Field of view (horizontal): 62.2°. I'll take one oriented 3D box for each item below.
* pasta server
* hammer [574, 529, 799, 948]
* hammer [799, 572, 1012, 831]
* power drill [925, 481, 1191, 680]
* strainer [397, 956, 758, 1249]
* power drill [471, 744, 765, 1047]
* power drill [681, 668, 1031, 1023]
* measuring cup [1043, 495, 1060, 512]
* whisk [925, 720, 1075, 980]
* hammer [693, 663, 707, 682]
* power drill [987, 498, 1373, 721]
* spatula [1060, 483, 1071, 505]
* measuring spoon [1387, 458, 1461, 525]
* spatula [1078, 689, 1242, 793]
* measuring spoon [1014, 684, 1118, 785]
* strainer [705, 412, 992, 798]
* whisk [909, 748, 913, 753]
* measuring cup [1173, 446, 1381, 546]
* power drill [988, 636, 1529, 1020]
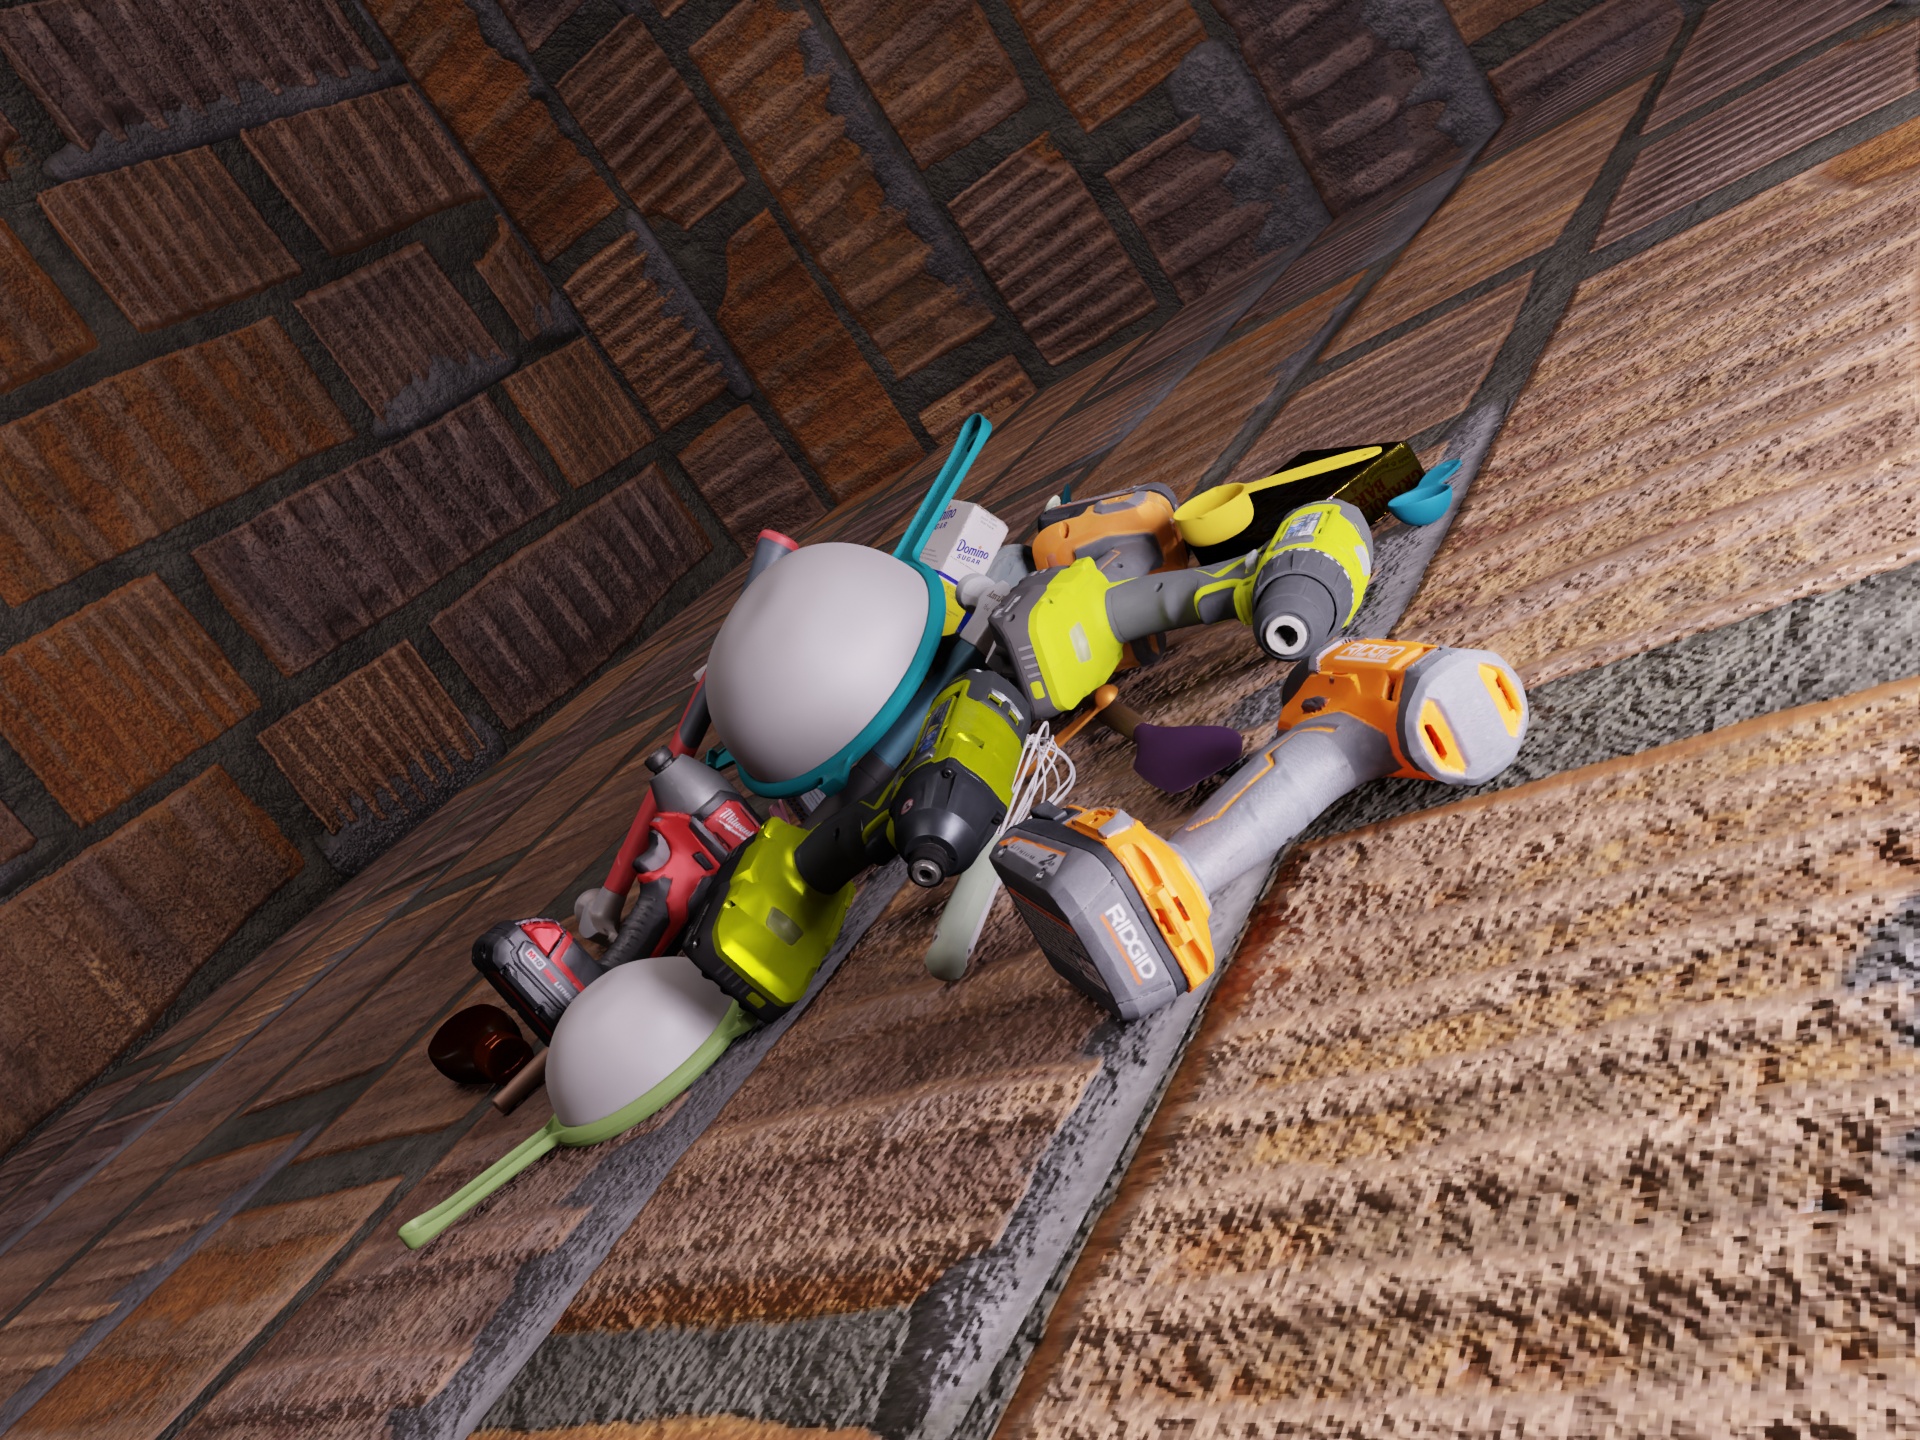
[{"bbox_3d":[-0.234,0.174,1.202,0.316,0.040,0.060,-44,4,-31],"label":"pasta server"},{"bbox_3d":[-0.231,0.013,1.374,0.386,0.038,0.143,-66,19,-6],"label":"hammer"},{"bbox_3d":[-0.064,0.038,1.106,0.331,0.033,0.128,-50,27,-2],"label":"hammer"},{"bbox_3d":[0.079,-0.095,1.233,0.185,0.084,0.226,-11,26,24],"label":"power drill"},{"bbox_3d":[-0.253,0.225,0.999,0.256,0.069,0.151,-36,14,-15],"label":"strainer"},{"bbox_3d":[-0.233,0.127,1.142,0.220,0.143,0.078,-44,12,-27],"label":"power drill"},{"bbox_3d":[-0.059,0.080,0.939,0.223,0.080,0.171,-38,17,30],"label":"power drill"},{"bbox_3d":[0.094,-0.159,1.438,0.083,0.038,0.167,-46,-13,-8],"label":"measuring cup"},{"bbox_3d":[0.023,0.073,0.948,0.246,0.059,0.057,-62,-6,-56],"label":"whisk"},{"bbox_3d":[-0.168,-0.054,1.446,0.146,0.038,0.411,-38,13,-5],"label":"hammer"},{"bbox_3d":[0.140,-0.067,0.997,0.228,0.080,0.190,-12,17,25],"label":"power drill"},{"bbox_3d":[0.033,-0.118,1.508,0.044,0.082,0.317,20,45,34],"label":"spatula"},{"bbox_3d":[0.326,-0.156,1.088,0.042,0.021,0.128,-11,15,32],"label":"measuring spoon"},{"bbox_3d":[0.113,0.003,1.022,0.060,0.018,0.316,-29,13,-5],"label":"spatula"},{"bbox_3d":[0.061,0.013,1.076,0.117,0.011,0.021,-42,15,20],"label":"measuring spoon"},{"bbox_3d":[-0.087,-0.108,1.167,0.211,0.095,0.340,7,64,55],"label":"strainer"},{"bbox_3d":[-0.004,-0.005,1.271,0.245,0.047,0.051,-11,25,51],"label":"whisk"},{"bbox_3d":[0.231,-0.161,1.148,0.156,0.029,0.062,-15,21,25],"label":"measuring cup"},{"bbox_3d":[0.131,0.036,0.747,0.226,0.084,0.164,-32,12,-10],"label":"power drill"}]
